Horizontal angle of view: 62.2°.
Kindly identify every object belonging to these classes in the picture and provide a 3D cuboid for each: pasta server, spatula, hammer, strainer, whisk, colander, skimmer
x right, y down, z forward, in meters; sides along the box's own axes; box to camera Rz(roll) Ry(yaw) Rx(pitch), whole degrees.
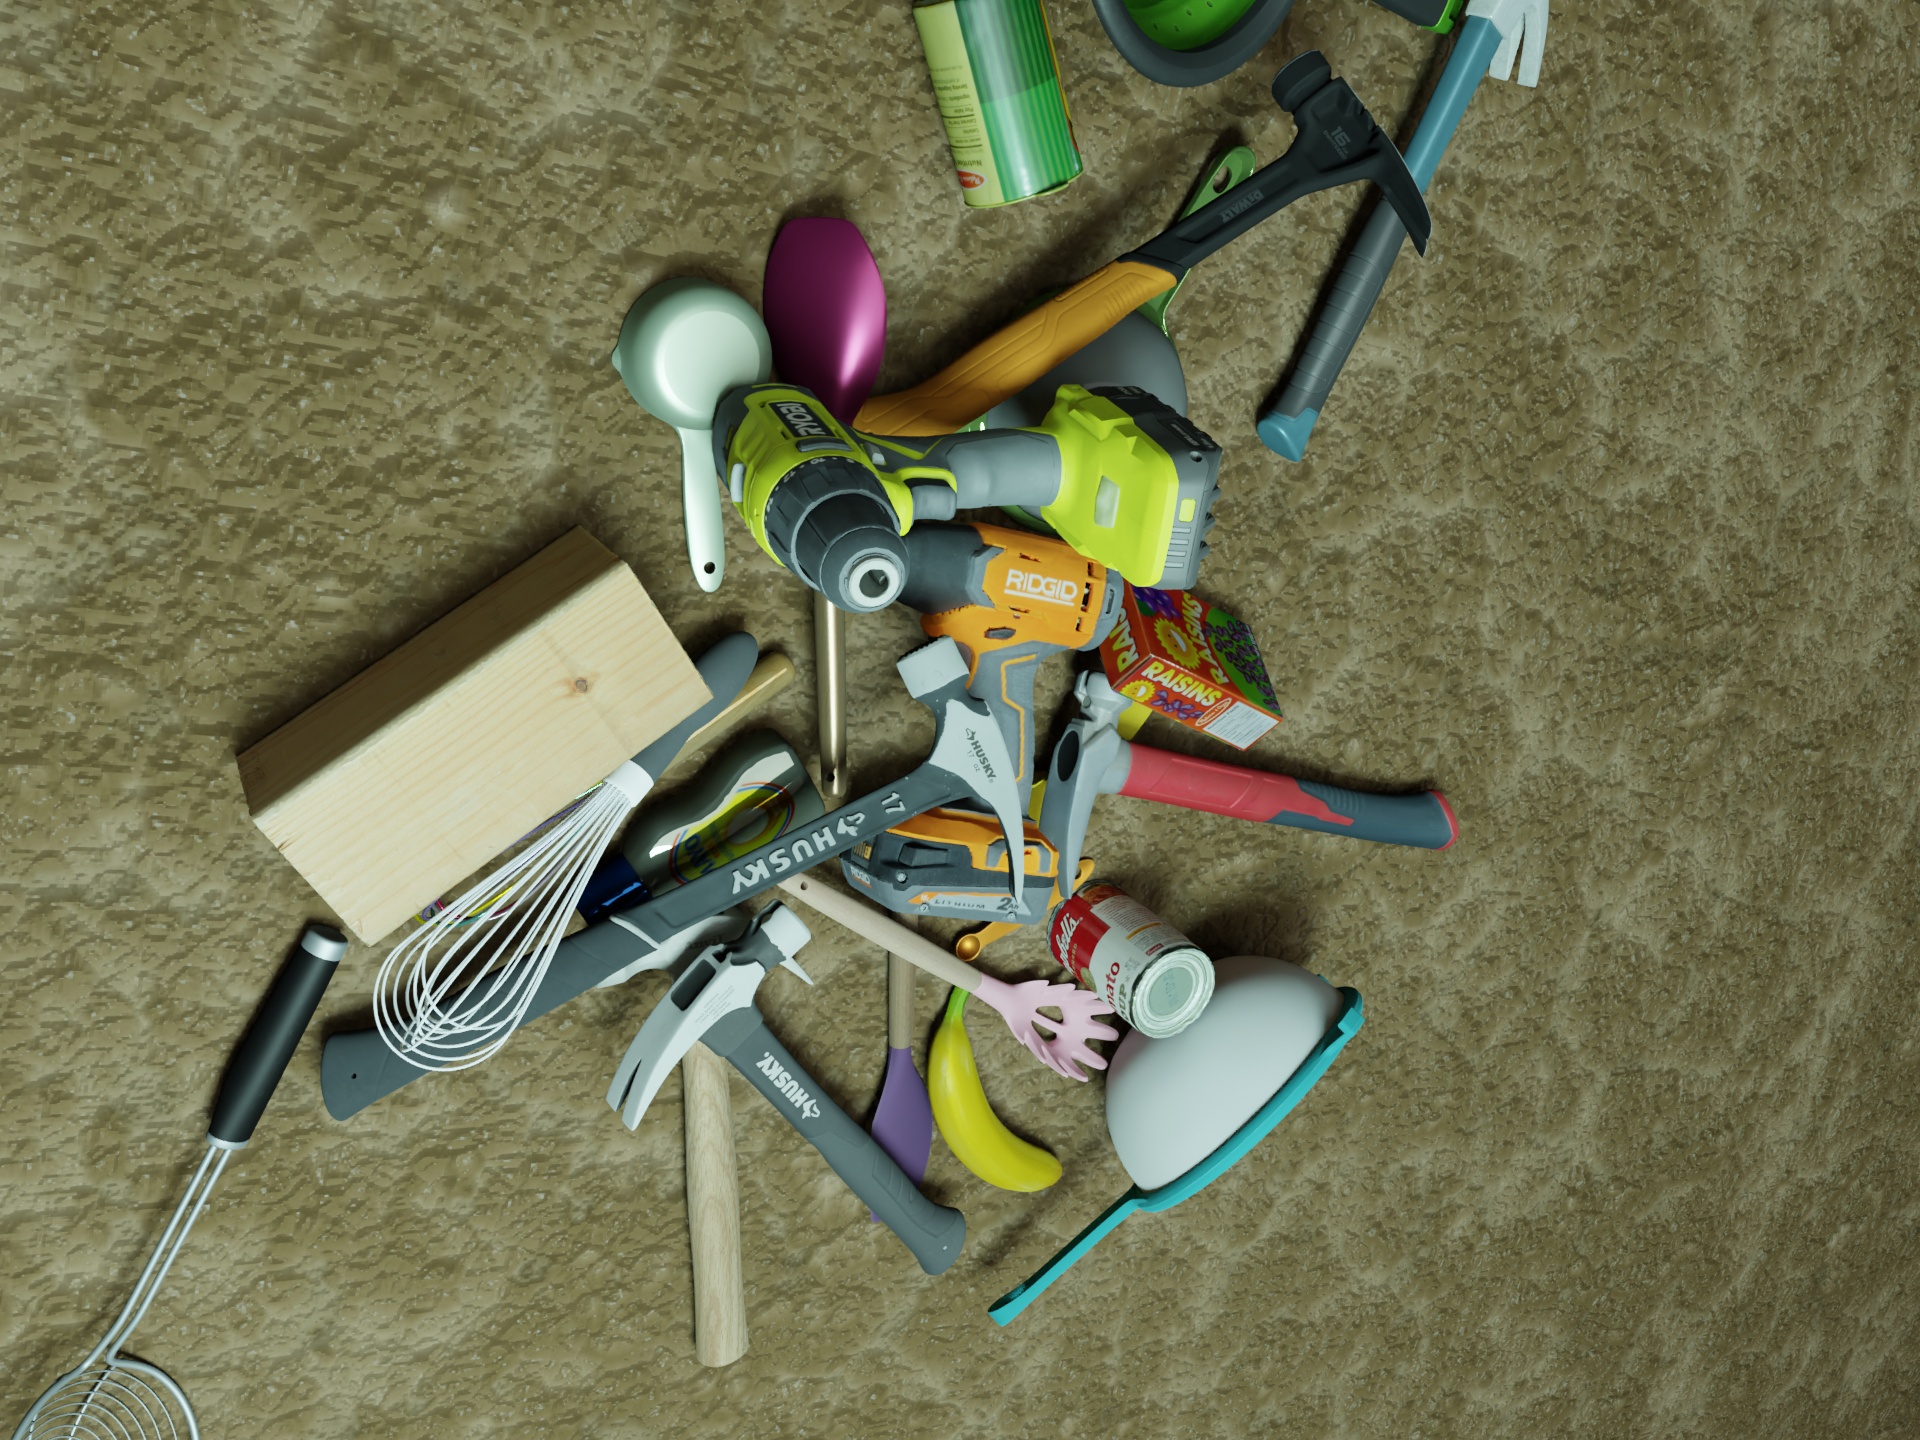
[{"bbox_3d":[-0.002,0.158,1.012,0.315,0.040,0.060,36,71,-42],"label":"pasta server"},{"bbox_3d":[-0.037,0.187,1.033,0.059,0.018,0.315,-19,119,-43],"label":"spatula"},{"bbox_3d":[-0.154,0.109,0.857,0.409,0.036,0.149,-27,95,-3],"label":"hammer"},{"bbox_3d":[0.213,0.069,1.101,0.386,0.038,0.143,12,91,-37],"label":"hammer"},{"bbox_3d":[0.270,-0.318,0.986,0.128,0.033,0.331,9,110,-53],"label":"hammer"},{"bbox_3d":[-0.084,0.260,0.990,0.146,0.035,0.334,-44,130,-14],"label":"hammer"},{"bbox_3d":[0.123,0.274,1.102,0.340,0.211,0.095,-43,84,3],"label":"strainer"},{"bbox_3d":[-0.153,0.264,0.989,0.130,0.031,0.331,-11,115,-26],"label":"hammer"},{"bbox_3d":[-0.192,0.055,0.817,0.285,0.070,0.070,-54,128,-26],"label":"whisk"},{"bbox_3d":[0.152,-0.440,0.862,0.397,0.095,0.204,-6,117,-48],"label":"colander"},{"bbox_3d":[-0.388,0.285,0.824,0.363,0.090,0.127,-62,157,2],"label":"skimmer"},{"bbox_3d":[-0.191,0.035,0.869,0.245,0.051,0.047,-37,118,-17],"label":"whisk"},{"bbox_3d":[0.087,-0.227,0.868,0.337,0.127,0.034,-32,168,2],"label":"hammer"},{"bbox_3d":[0.112,-0.220,0.926,0.151,0.069,0.256,29,95,-35],"label":"strainer"}]

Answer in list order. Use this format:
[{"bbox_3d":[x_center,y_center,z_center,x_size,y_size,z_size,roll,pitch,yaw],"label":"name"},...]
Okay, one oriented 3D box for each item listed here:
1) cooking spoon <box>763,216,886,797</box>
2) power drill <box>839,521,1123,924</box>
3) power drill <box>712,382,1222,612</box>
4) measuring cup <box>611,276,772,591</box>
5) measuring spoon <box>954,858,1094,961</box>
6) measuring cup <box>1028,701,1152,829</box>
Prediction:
[{"bbox_3d":[-0.072,-0.107,0.866,0.069,0.017,0.318,5,110,14],"label":"cooking spoon"},{"bbox_3d":[-0.001,-0.003,0.931,0.164,0.084,0.226,9,94,-29],"label":"power drill"},{"bbox_3d":[0.006,-0.108,0.774,0.228,0.191,0.080,-4,120,-21],"label":"power drill"},{"bbox_3d":[-0.132,-0.144,0.831,0.083,0.038,0.167,-12,113,-26],"label":"measuring cup"},{"bbox_3d":[0.042,0.124,1.062,0.117,0.011,0.021,-32,119,-20],"label":"measuring spoon"},{"bbox_3d":[0.081,0.024,1.040,0.156,0.029,0.062,-51,123,-18],"label":"measuring cup"}]
